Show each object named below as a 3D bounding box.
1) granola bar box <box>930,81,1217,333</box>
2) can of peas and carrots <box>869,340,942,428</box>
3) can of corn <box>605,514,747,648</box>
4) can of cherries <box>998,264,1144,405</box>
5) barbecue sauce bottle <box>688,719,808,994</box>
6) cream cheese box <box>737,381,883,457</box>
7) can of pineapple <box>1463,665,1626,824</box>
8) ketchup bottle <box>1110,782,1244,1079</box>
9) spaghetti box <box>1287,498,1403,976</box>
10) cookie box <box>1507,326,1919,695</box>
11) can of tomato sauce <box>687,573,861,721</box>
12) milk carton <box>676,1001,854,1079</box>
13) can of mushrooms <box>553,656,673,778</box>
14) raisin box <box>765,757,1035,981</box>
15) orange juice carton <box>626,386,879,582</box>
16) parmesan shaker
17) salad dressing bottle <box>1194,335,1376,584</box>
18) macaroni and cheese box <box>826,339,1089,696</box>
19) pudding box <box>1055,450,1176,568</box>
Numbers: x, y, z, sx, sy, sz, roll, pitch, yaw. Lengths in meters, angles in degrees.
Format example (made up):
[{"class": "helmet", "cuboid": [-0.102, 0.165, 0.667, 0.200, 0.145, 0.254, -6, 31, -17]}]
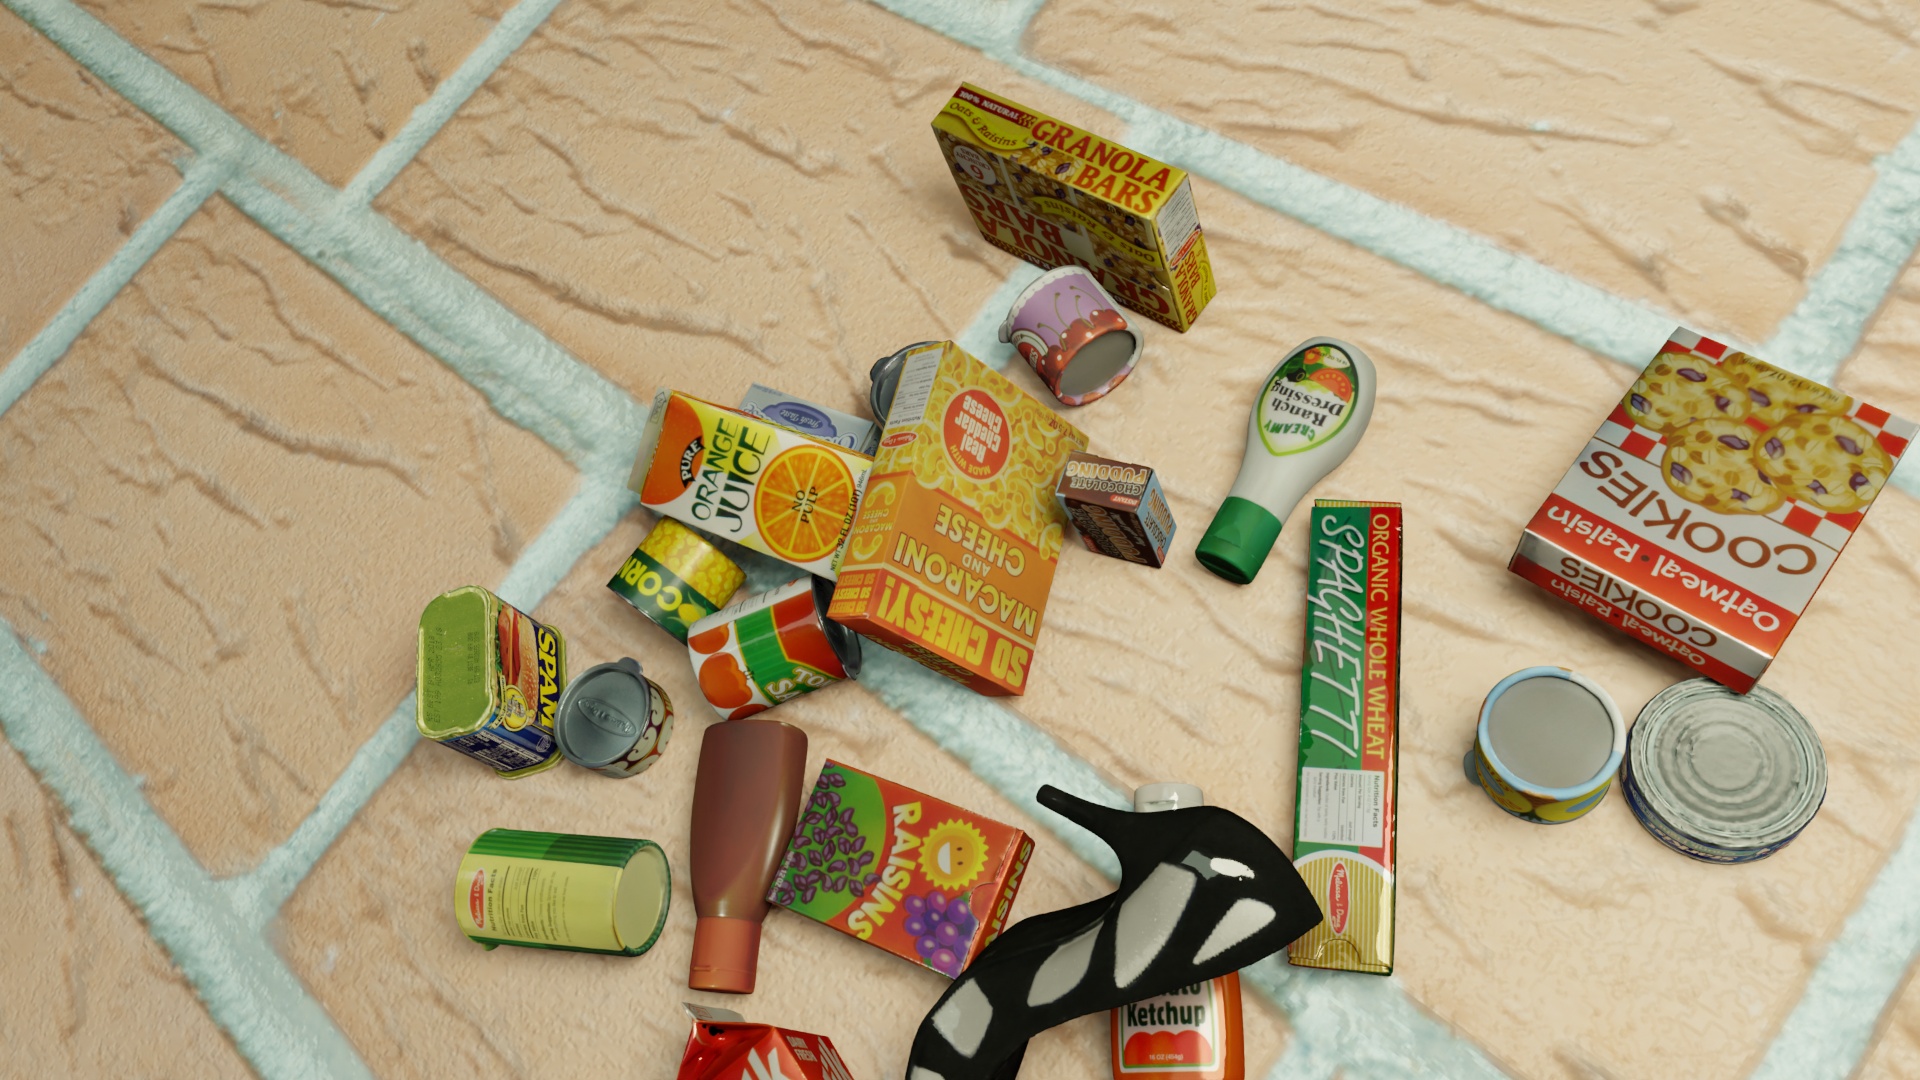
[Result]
[{"class": "granola bar box", "cuboid": [0.070, -0.203, 0.855, 0.166, 0.124, 0.039, 31, 79, 28]}, {"class": "can of peas and carrots", "cuboid": [-0.017, -0.082, 0.865, 0.071, 0.058, 0.071, -8, 64, 16]}, {"class": "can of corn", "cuboid": [-0.176, 0.024, 0.861, 0.071, 0.071, 0.058, 32, 78, 28]}, {"class": "can of cherries", "cuboid": [0.068, -0.124, 0.852, 0.071, 0.071, 0.058, -36, 62, 0]}, {"class": "barbecue sauce bottle", "cuboid": [-0.126, 0.178, 0.788, 0.065, 0.043, 0.149, -8, 64, 28]}, {"class": "cream cheese box", "cuboid": [-0.104, -0.064, 0.905, 0.104, 0.024, 0.053, 20, 75, 25]}, {"class": "can of pineapple", "cuboid": [0.285, 0.101, 0.680, 0.071, 0.057, 0.071, -7, 65, 15]}, {"class": "ketchup bottle", "cuboid": [0.108, 0.199, 0.701, 0.064, 0.043, 0.149, -10, 62, 24]}, {"class": "spaghetti box", "cuboid": [0.204, 0.096, 0.726, 0.050, 0.028, 0.251, 1, 66, 19]}, {"class": "cookie box", "cuboid": [0.376, -0.020, 0.698, 0.123, 0.040, 0.168, 33, 66, 28]}, {"class": "can of tomato sauce", "cuboid": [-0.109, 0.065, 0.823, 0.083, 0.071, 0.071, -22, 61, 8]}, {"class": "milk carton", "cuboid": [-0.079, 0.312, 0.694, 0.073, 0.072, 0.191, -39, 60, -1]}, {"class": "can of mushrooms", "cuboid": [-0.211, 0.109, 0.855, 0.071, 0.033, 0.071, -7, 64, 16]}, {"class": "raisin box", "cuboid": [-0.032, 0.180, 0.759, 0.123, 0.040, 0.086, 16, 71, 23]}, {"class": "orange juice carton", "cuboid": [-0.122, -0.036, 0.847, 0.193, 0.073, 0.071, 20, 95, 25]}, {"class": "parmesan shaker", "cuboid": [-0.227, 0.204, 0.798, 0.103, 0.071, 0.071, 0, 66, 18]}, {"class": "salad dressing bottle", "cuboid": [0.184, -0.045, 0.790, 0.064, 0.044, 0.148, 25, 76, 28]}, {"class": "macaroni and cheese box", "cuboid": [0.003, -0.010, 0.789, 0.040, 0.123, 0.167, -7, 61, 48]}, {"class": "pudding box", "cuboid": [0.089, -0.017, 0.785, 0.050, 0.083, 0.030, 15, 72, 23]}]
